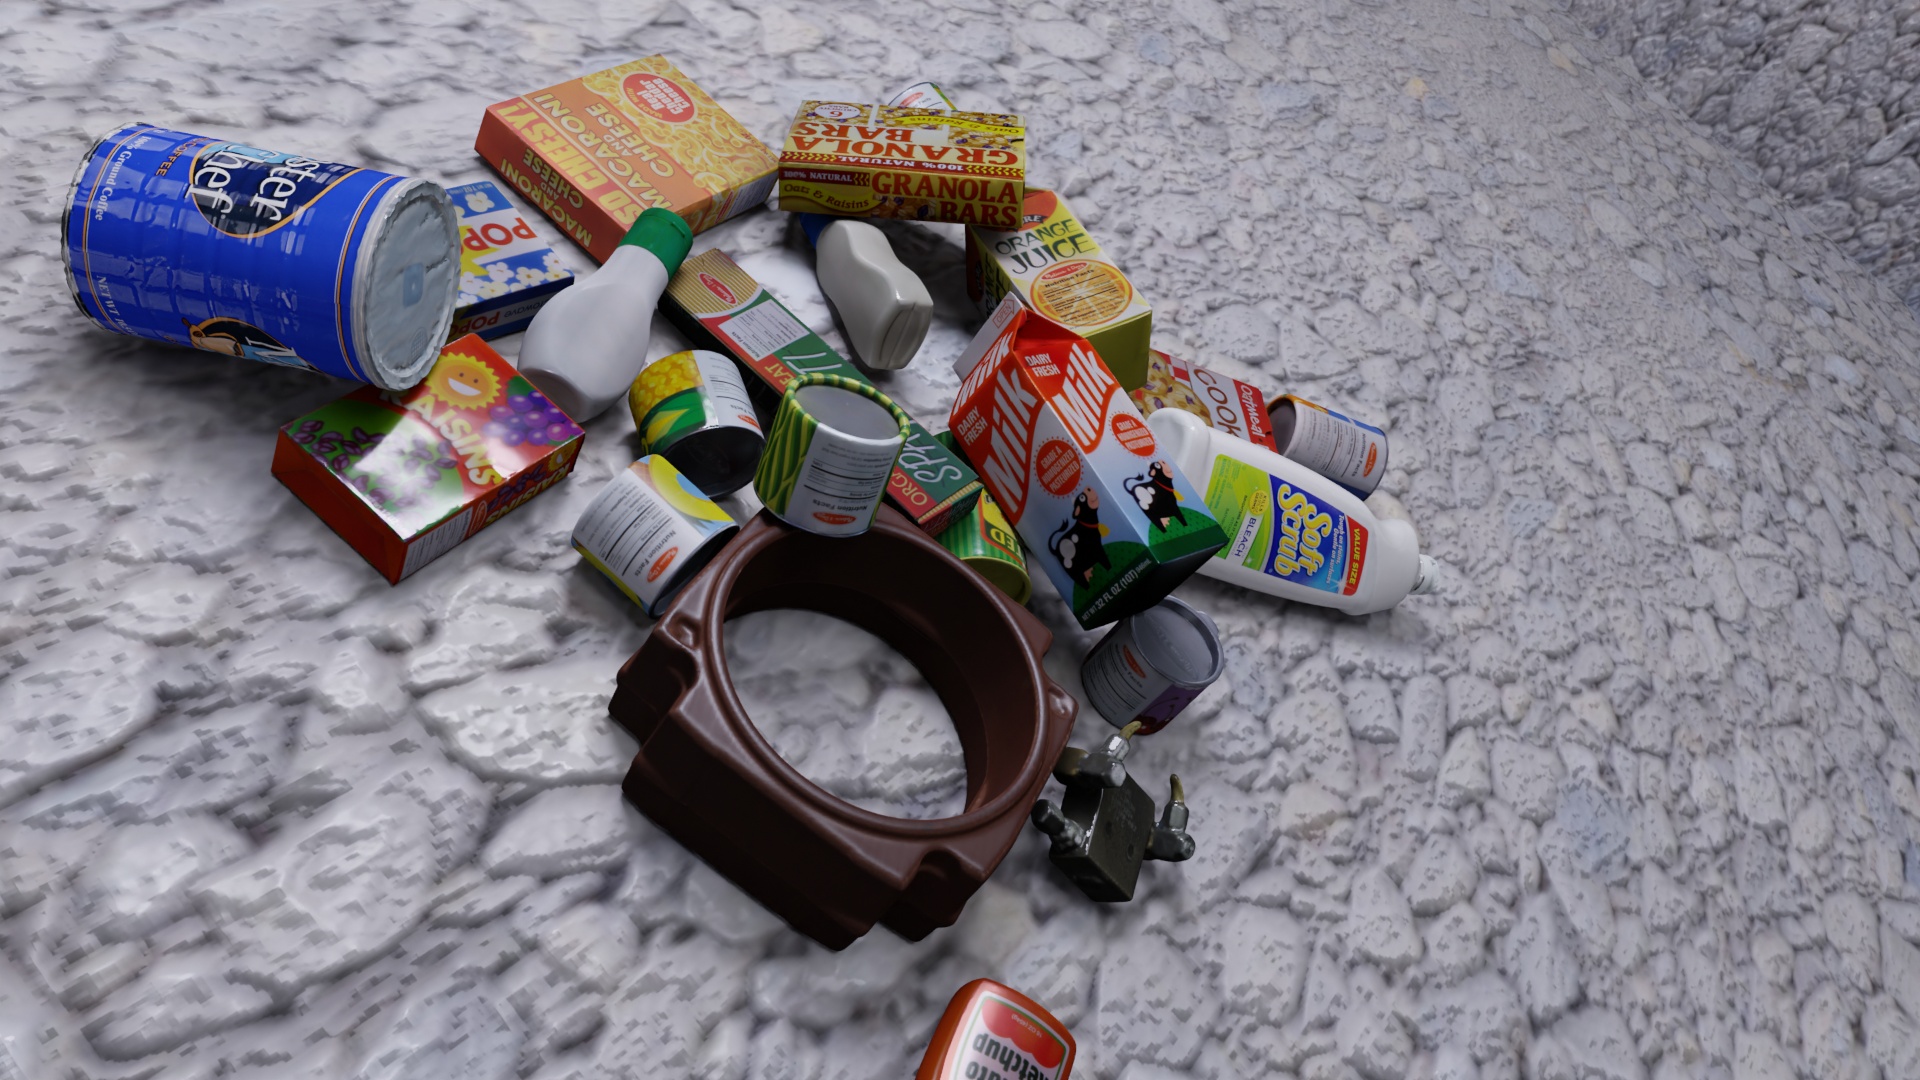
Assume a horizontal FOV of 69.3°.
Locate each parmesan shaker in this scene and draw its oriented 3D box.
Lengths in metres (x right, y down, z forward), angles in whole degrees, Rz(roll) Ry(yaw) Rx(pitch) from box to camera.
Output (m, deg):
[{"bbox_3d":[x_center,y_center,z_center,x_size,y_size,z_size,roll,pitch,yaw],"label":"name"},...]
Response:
[{"bbox_3d":[0.003,-0.010,0.829,0.071,0.071,0.103,15,47,-23],"label":"parmesan shaker"}]

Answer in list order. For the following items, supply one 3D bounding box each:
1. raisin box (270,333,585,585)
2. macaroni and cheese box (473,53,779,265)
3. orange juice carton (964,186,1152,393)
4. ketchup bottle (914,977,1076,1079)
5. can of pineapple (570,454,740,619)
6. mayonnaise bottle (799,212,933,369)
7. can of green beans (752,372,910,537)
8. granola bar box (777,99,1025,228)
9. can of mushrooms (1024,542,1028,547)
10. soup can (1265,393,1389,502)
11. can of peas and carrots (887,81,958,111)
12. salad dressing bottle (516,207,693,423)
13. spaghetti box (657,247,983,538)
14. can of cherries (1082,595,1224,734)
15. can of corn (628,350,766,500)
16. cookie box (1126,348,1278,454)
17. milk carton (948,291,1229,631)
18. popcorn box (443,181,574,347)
[{"bbox_3d":[-0.265,-0.044,0.703,0.086,0.040,0.124,40,43,5],"label":"raisin box"},{"bbox_3d":[-0.215,-0.253,0.921,0.124,0.040,0.167,42,42,5],"label":"macaroni and cheese box"},{"bbox_3d":[0.057,-0.182,0.986,0.073,0.071,0.193,-21,52,-14],"label":"orange juice carton"},{"bbox_3d":[0.000,0.267,0.601,0.065,0.043,0.149,35,43,-2],"label":"ketchup bottle"},{"bbox_3d":[-0.157,-0.002,0.720,0.058,0.070,0.071,42,42,5],"label":"can of pineapple"},{"bbox_3d":[-0.068,-0.183,0.942,0.041,0.064,0.148,-1,44,-34],"label":"mayonnaise bottle"},{"bbox_3d":[-0.065,-0.044,0.703,0.071,0.057,0.071,18,30,-11],"label":"can of green beans"},{"bbox_3d":[-0.037,-0.266,0.972,0.166,0.038,0.125,4,36,-1],"label":"granola bar box"},{"bbox_3d":[0.062,-0.023,0.907,0.071,0.033,0.071,18,46,-20],"label":"can of mushrooms"},{"bbox_3d":[0.273,-0.069,1.069,0.084,0.071,0.072,18,45,-19],"label":"soup can"},{"bbox_3d":[-0.025,-0.311,1.084,0.071,0.070,0.059,-24,69,-44],"label":"can of peas and carrots"},{"bbox_3d":[-0.200,-0.133,0.801,0.064,0.044,0.148,45,48,-28],"label":"salad dressing bottle"},{"bbox_3d":[-0.089,-0.089,0.822,0.050,0.028,0.250,-34,62,-28],"label":"spaghetti box"},{"bbox_3d":[0.117,0.075,0.840,0.071,0.058,0.072,18,44,-19],"label":"can of cherries"},{"bbox_3d":[-0.150,-0.063,0.780,0.071,0.070,0.058,-1,54,-35],"label":"can of corn"},{"bbox_3d":[0.154,-0.083,1.017,0.167,0.040,0.123,17,45,-21],"label":"cookie box"},{"bbox_3d":[0.062,-0.050,0.806,0.074,0.072,0.191,-15,65,-46],"label":"milk carton"},{"bbox_3d":[-0.294,-0.150,0.778,0.085,0.038,0.127,48,43,11],"label":"popcorn box"}]
